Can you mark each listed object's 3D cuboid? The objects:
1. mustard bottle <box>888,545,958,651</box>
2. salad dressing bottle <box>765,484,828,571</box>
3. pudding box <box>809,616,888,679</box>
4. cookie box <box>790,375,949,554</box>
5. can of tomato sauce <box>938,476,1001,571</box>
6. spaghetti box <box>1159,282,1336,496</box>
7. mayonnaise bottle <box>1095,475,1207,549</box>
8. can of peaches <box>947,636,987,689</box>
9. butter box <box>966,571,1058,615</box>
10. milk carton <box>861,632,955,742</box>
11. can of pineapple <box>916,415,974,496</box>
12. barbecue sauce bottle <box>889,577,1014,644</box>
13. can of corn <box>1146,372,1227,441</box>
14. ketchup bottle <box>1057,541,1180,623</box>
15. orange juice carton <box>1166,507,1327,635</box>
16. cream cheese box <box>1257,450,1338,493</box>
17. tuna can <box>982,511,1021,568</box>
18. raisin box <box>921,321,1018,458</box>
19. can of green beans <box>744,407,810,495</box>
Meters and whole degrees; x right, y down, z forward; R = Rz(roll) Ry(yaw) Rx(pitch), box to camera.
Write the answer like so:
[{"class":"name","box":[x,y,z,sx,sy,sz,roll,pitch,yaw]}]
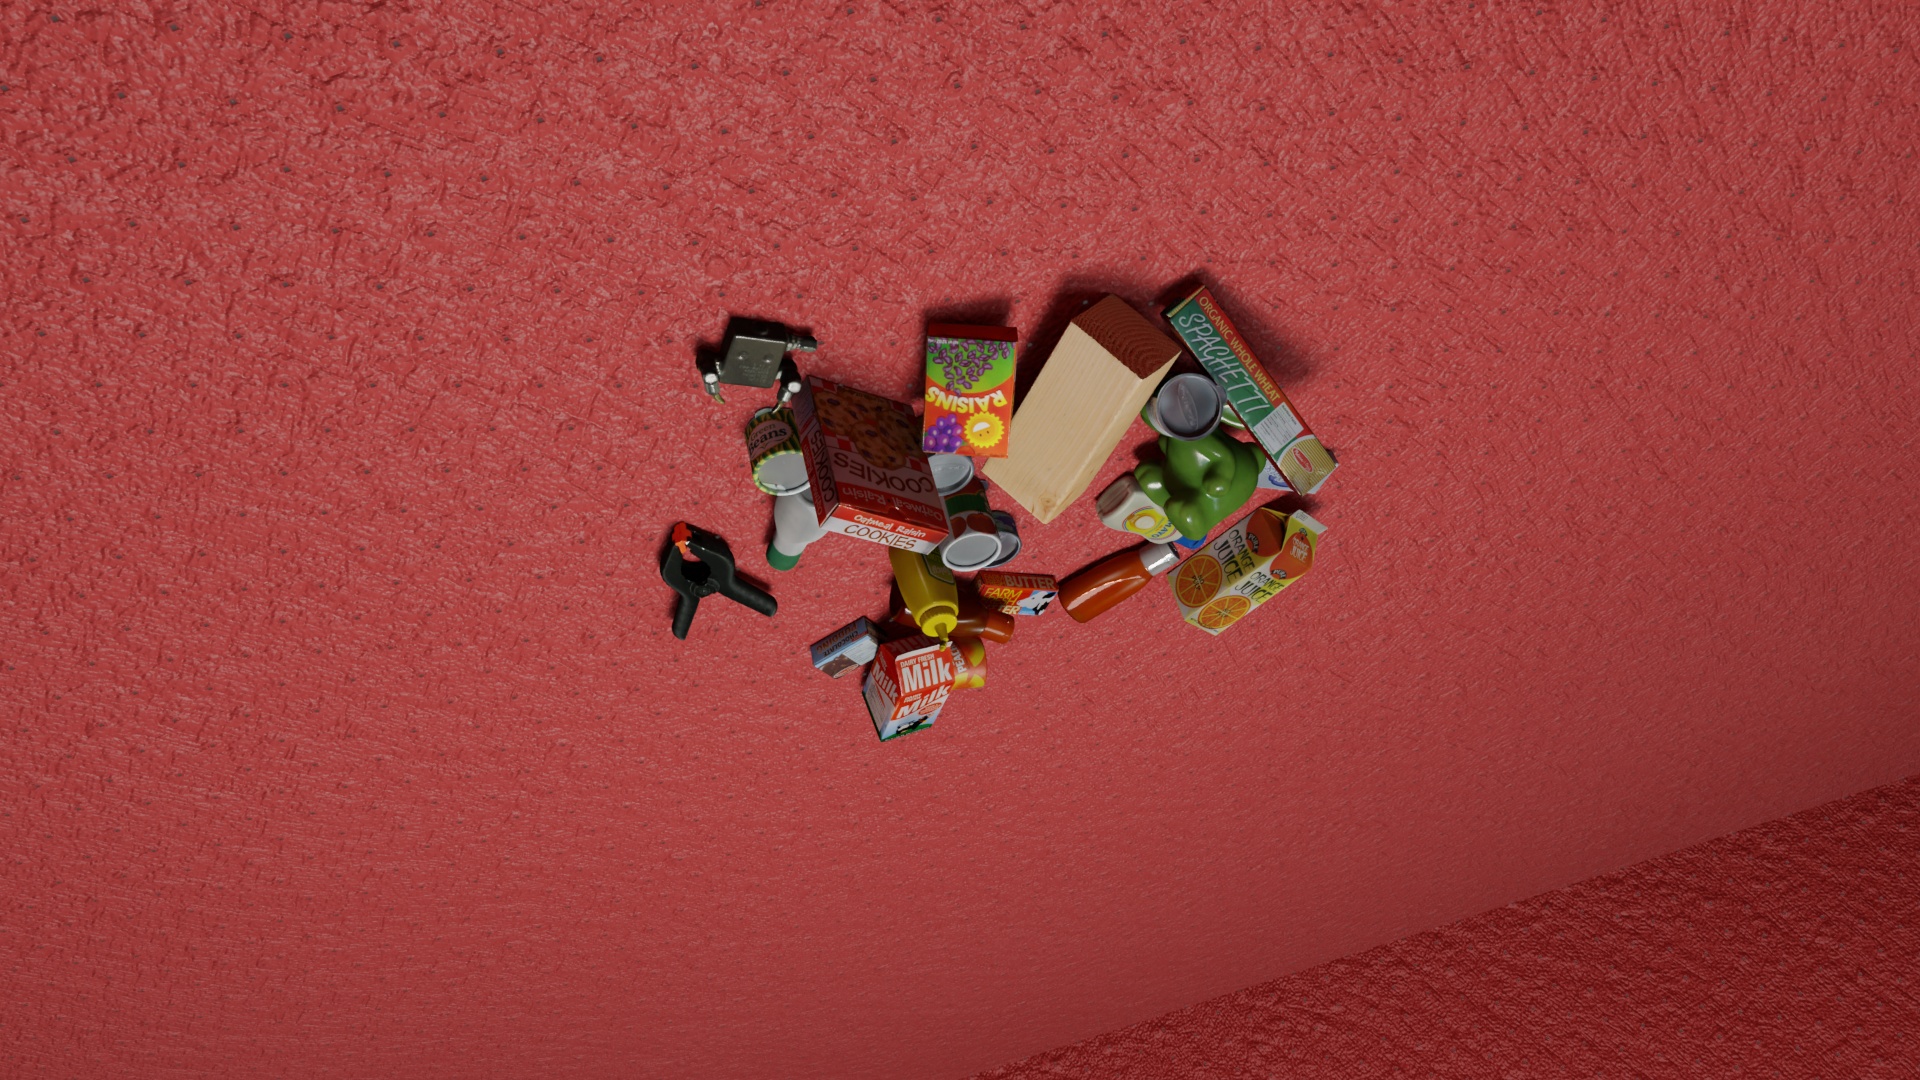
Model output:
[{"class":"mustard bottle","box":[-0.033,0.054,1.505,0.065,0.161,0.048,21,128,-40]},{"class":"salad dressing bottle","box":[-0.169,-0.016,1.443,0.044,0.064,0.147,-45,175,-35]},{"class":"pudding box","box":[-0.134,0.130,1.671,0.083,0.030,0.049,-30,142,17]},{"class":"cookie box","box":[-0.087,-0.072,1.319,0.123,0.168,0.040,14,133,-34]},{"class":"can of tomato sauce","box":[0.005,-0.019,1.492,0.071,0.083,0.070,-10,142,-8]},{"class":"spaghetti box","box":[0.289,-0.149,1.386,0.050,0.029,0.249,-41,112,2]},{"class":"mayonnaise bottle","box":[0.225,-0.027,1.600,0.148,0.041,0.064,21,127,-38]},{"class":"can of peaches","box":[-0.003,0.150,1.715,0.058,0.071,0.070,-4,141,-17]},{"class":"butter box","box":[0.061,0.064,1.666,0.104,0.024,0.052,5,138,-26]},{"class":"milk carton","box":[-0.061,0.169,1.675,0.072,0.073,0.189,-14,155,-21]},{"class":"can of pineapple","box":[-0.023,-0.089,1.414,0.071,0.058,0.070,-11,142,-8]},{"class":"barbecue sauce bottle","box":[-0.008,0.083,1.612,0.148,0.065,0.043,19,134,-23]},{"class":"can of corn","box":[0.223,-0.134,1.371,0.071,0.058,0.071,0,98,-3]},{"class":"ketchup bottle","box":[0.193,0.045,1.677,0.148,0.044,0.064,-31,141,18]},{"class":"orange juice carton","box":[0.353,0.028,1.692,0.192,0.073,0.072,-39,137,26]},{"class":"cream cheese box","box":[0.379,-0.083,1.601,0.104,0.024,0.053,5,138,-26]},{"class":"tuna can","box":[0.032,-0.001,1.566,0.071,0.033,0.070,-11,142,-8]},{"class":"raisin box","box":[0.009,-0.143,1.326,0.086,0.040,0.122,4,121,-1]},{"class":"can of green beans","box":[-0.174,-0.086,1.360,0.071,0.058,0.071,-10,142,-8]}]
